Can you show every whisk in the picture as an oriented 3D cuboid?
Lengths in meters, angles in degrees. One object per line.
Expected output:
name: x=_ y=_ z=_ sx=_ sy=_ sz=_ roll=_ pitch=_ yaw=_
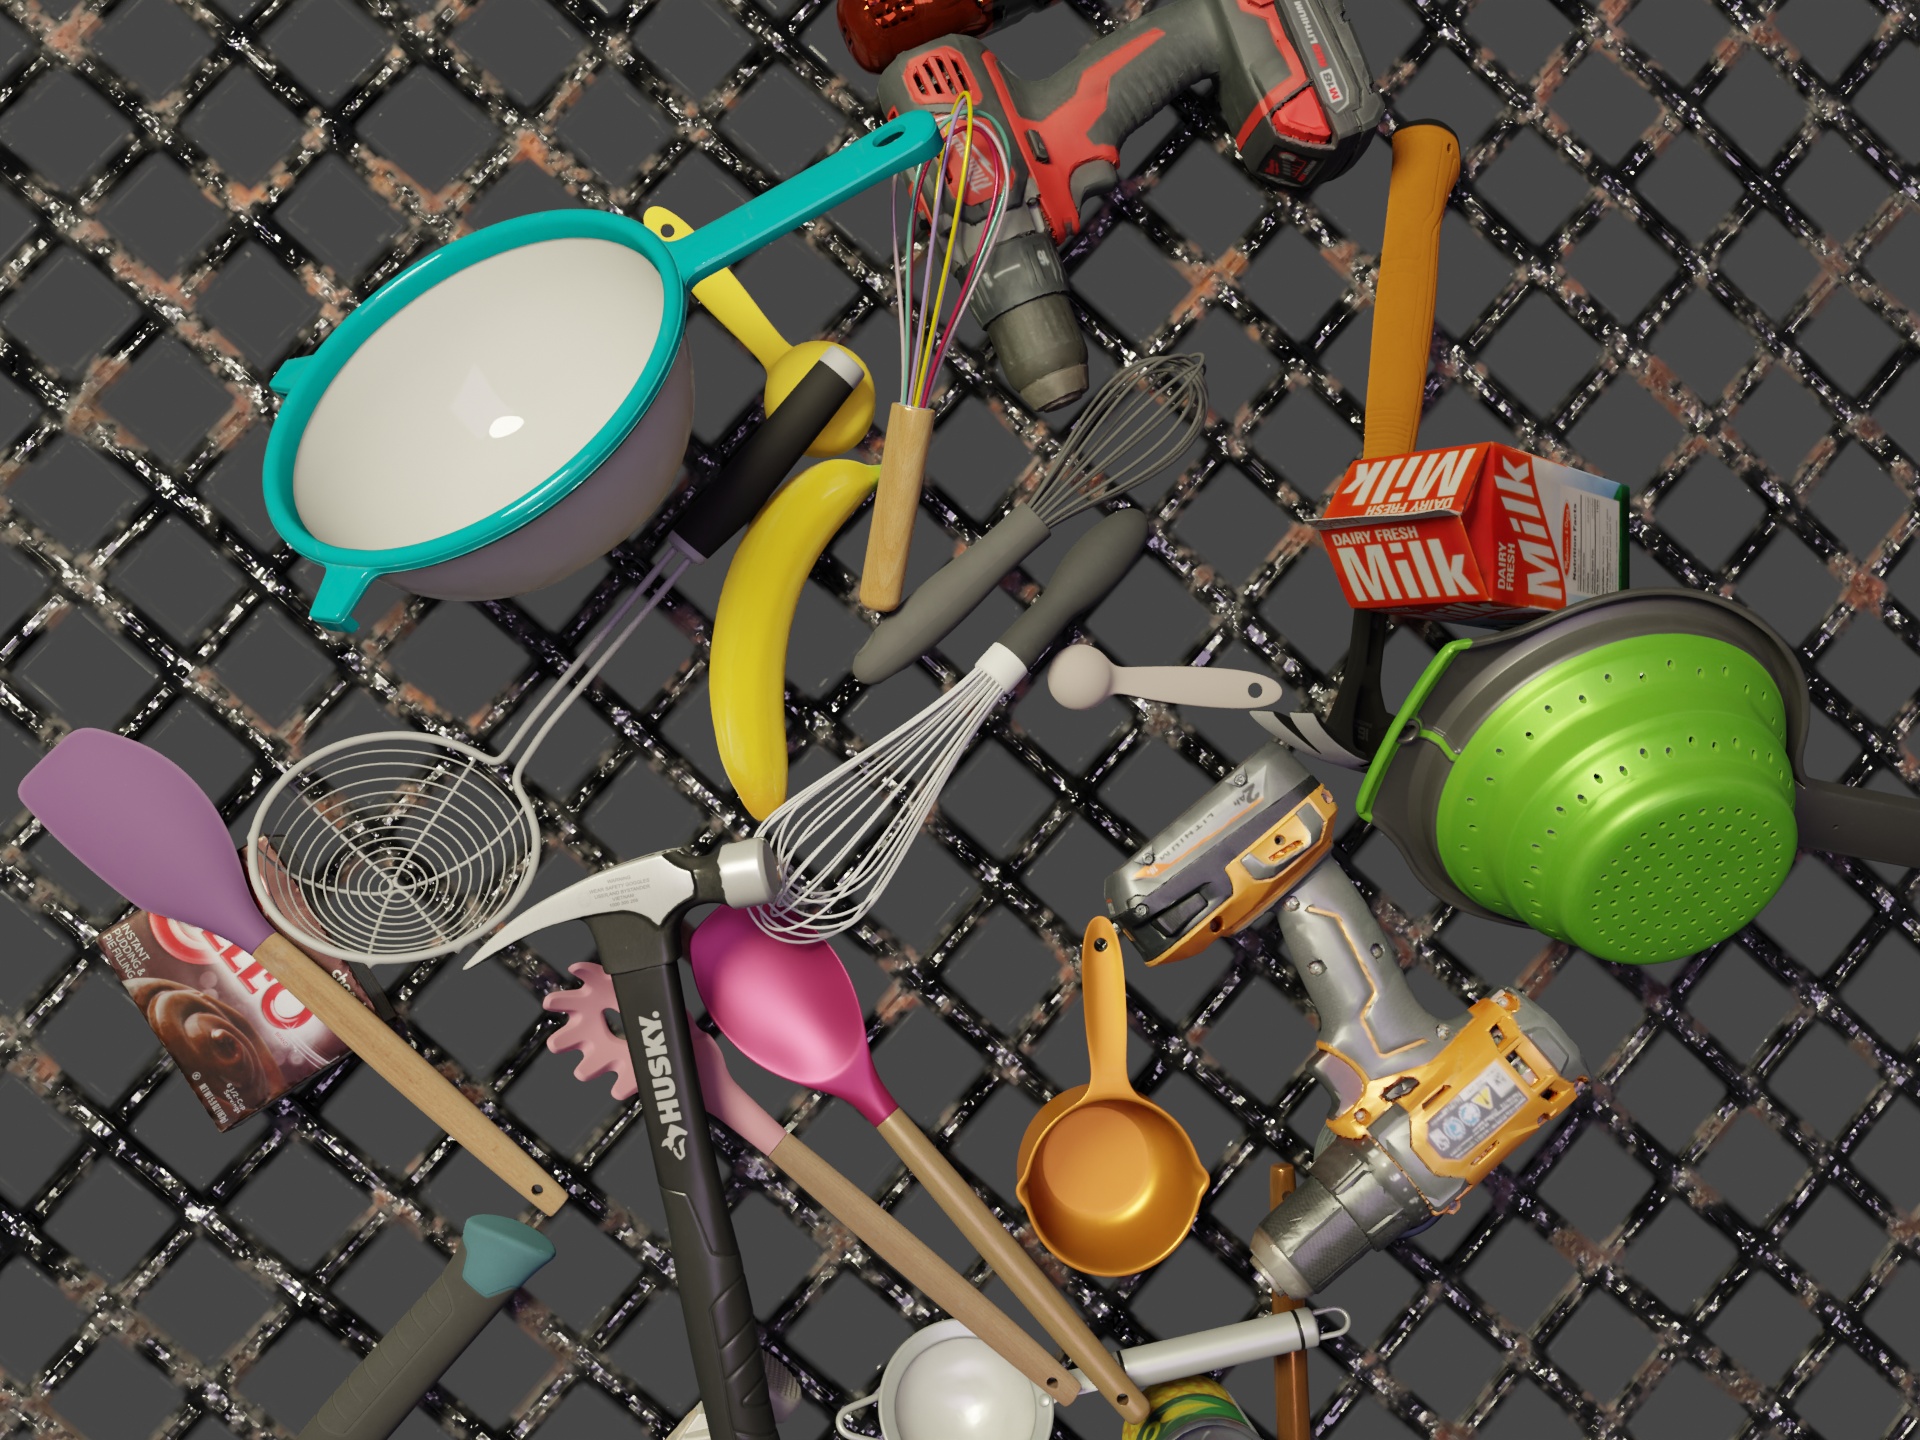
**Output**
whisk: x=-0.018 y=-0.172 z=0.762 sx=0.051 sy=0.047 sz=0.245 roll=-4 pitch=111 yaw=-43
whisk: x=0.036 y=-0.102 z=0.803 sx=0.239 sy=0.055 sz=0.055 roll=-42 pitch=93 yaw=0
whisk: x=-0.001 y=-0.002 z=0.792 sx=0.070 sy=0.070 sz=0.284 roll=43 pitch=80 yaw=-3

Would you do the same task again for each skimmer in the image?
skimmer: x=-0.177 y=-0.041 z=0.742 sx=0.127 sy=0.090 sz=0.363 roll=41 pitch=90 yaw=15

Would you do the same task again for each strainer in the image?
strainer: x=-0.147 y=-0.160 z=0.732 sx=0.340 sy=0.095 sz=0.211 roll=-29 pitch=51 yaw=1
strainer: x=0.069 y=0.327 z=0.787 sx=0.258 sy=0.050 sz=0.087 roll=-12 pitch=48 yaw=-3

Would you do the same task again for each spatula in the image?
spatula: x=0.173 y=0.390 z=0.804 sx=0.081 sy=0.041 sz=0.322 roll=-2 pitch=88 yaw=-5
spatula: x=-0.301 y=0.119 z=0.737 sx=0.316 sy=0.018 sz=0.060 roll=43 pitch=79 yaw=-1

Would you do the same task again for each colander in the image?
colander: x=0.395 y=0.060 z=0.774 sx=0.397 sy=0.095 sz=0.204 roll=10 pitch=123 yaw=-17

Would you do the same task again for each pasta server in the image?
pasta server: x=-0.069 y=0.224 z=0.766 sx=0.316 sy=0.040 sz=0.060 roll=39 pitch=94 yaw=5

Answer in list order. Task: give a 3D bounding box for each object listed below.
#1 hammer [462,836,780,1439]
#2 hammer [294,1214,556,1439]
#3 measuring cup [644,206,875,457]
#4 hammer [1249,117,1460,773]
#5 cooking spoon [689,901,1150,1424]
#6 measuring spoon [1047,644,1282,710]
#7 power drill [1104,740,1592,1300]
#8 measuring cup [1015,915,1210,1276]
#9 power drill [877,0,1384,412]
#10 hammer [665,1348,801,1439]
hammer: x=-0.128 y=0.229 z=0.739 sx=0.146 sy=0.035 sz=0.335 roll=-12 pitch=91 yaw=4
hammer: x=-0.321 y=0.369 z=0.760 sx=0.128 sy=0.033 sz=0.331 roll=42 pitch=85 yaw=-3
measuring cup: x=-0.104 y=-0.199 z=0.795 sx=0.062 sy=0.029 sz=0.156 roll=-43 pitch=95 yaw=-5
hammer: x=0.212 y=-0.144 z=0.801 sx=0.127 sy=0.034 sz=0.337 roll=15 pitch=80 yaw=-47
cooking spoon: x=-0.019 y=0.214 z=0.778 sx=0.069 sy=0.017 sz=0.319 roll=-42 pitch=82 yaw=-2
measuring spoon: x=0.107 y=-0.019 z=0.818 sx=0.124 sy=0.018 sz=0.034 roll=4 pitch=88 yaw=-6
power drill: x=0.164 y=0.147 z=0.774 sx=0.185 sy=0.084 sz=0.226 roll=-40 pitch=83 yaw=-5
measuring cup: x=0.070 y=0.183 z=0.794 sx=0.095 sy=0.052 sz=0.173 roll=-2 pitch=87 yaw=-6
power drill: x=0.090 y=-0.274 z=0.796 sx=0.226 sy=0.080 sz=0.188 roll=-22 pitch=91 yaw=-3
hammer: x=0.004 y=0.495 z=0.787 sx=0.410 sy=0.038 sz=0.146 roll=41 pitch=87 yaw=-4
